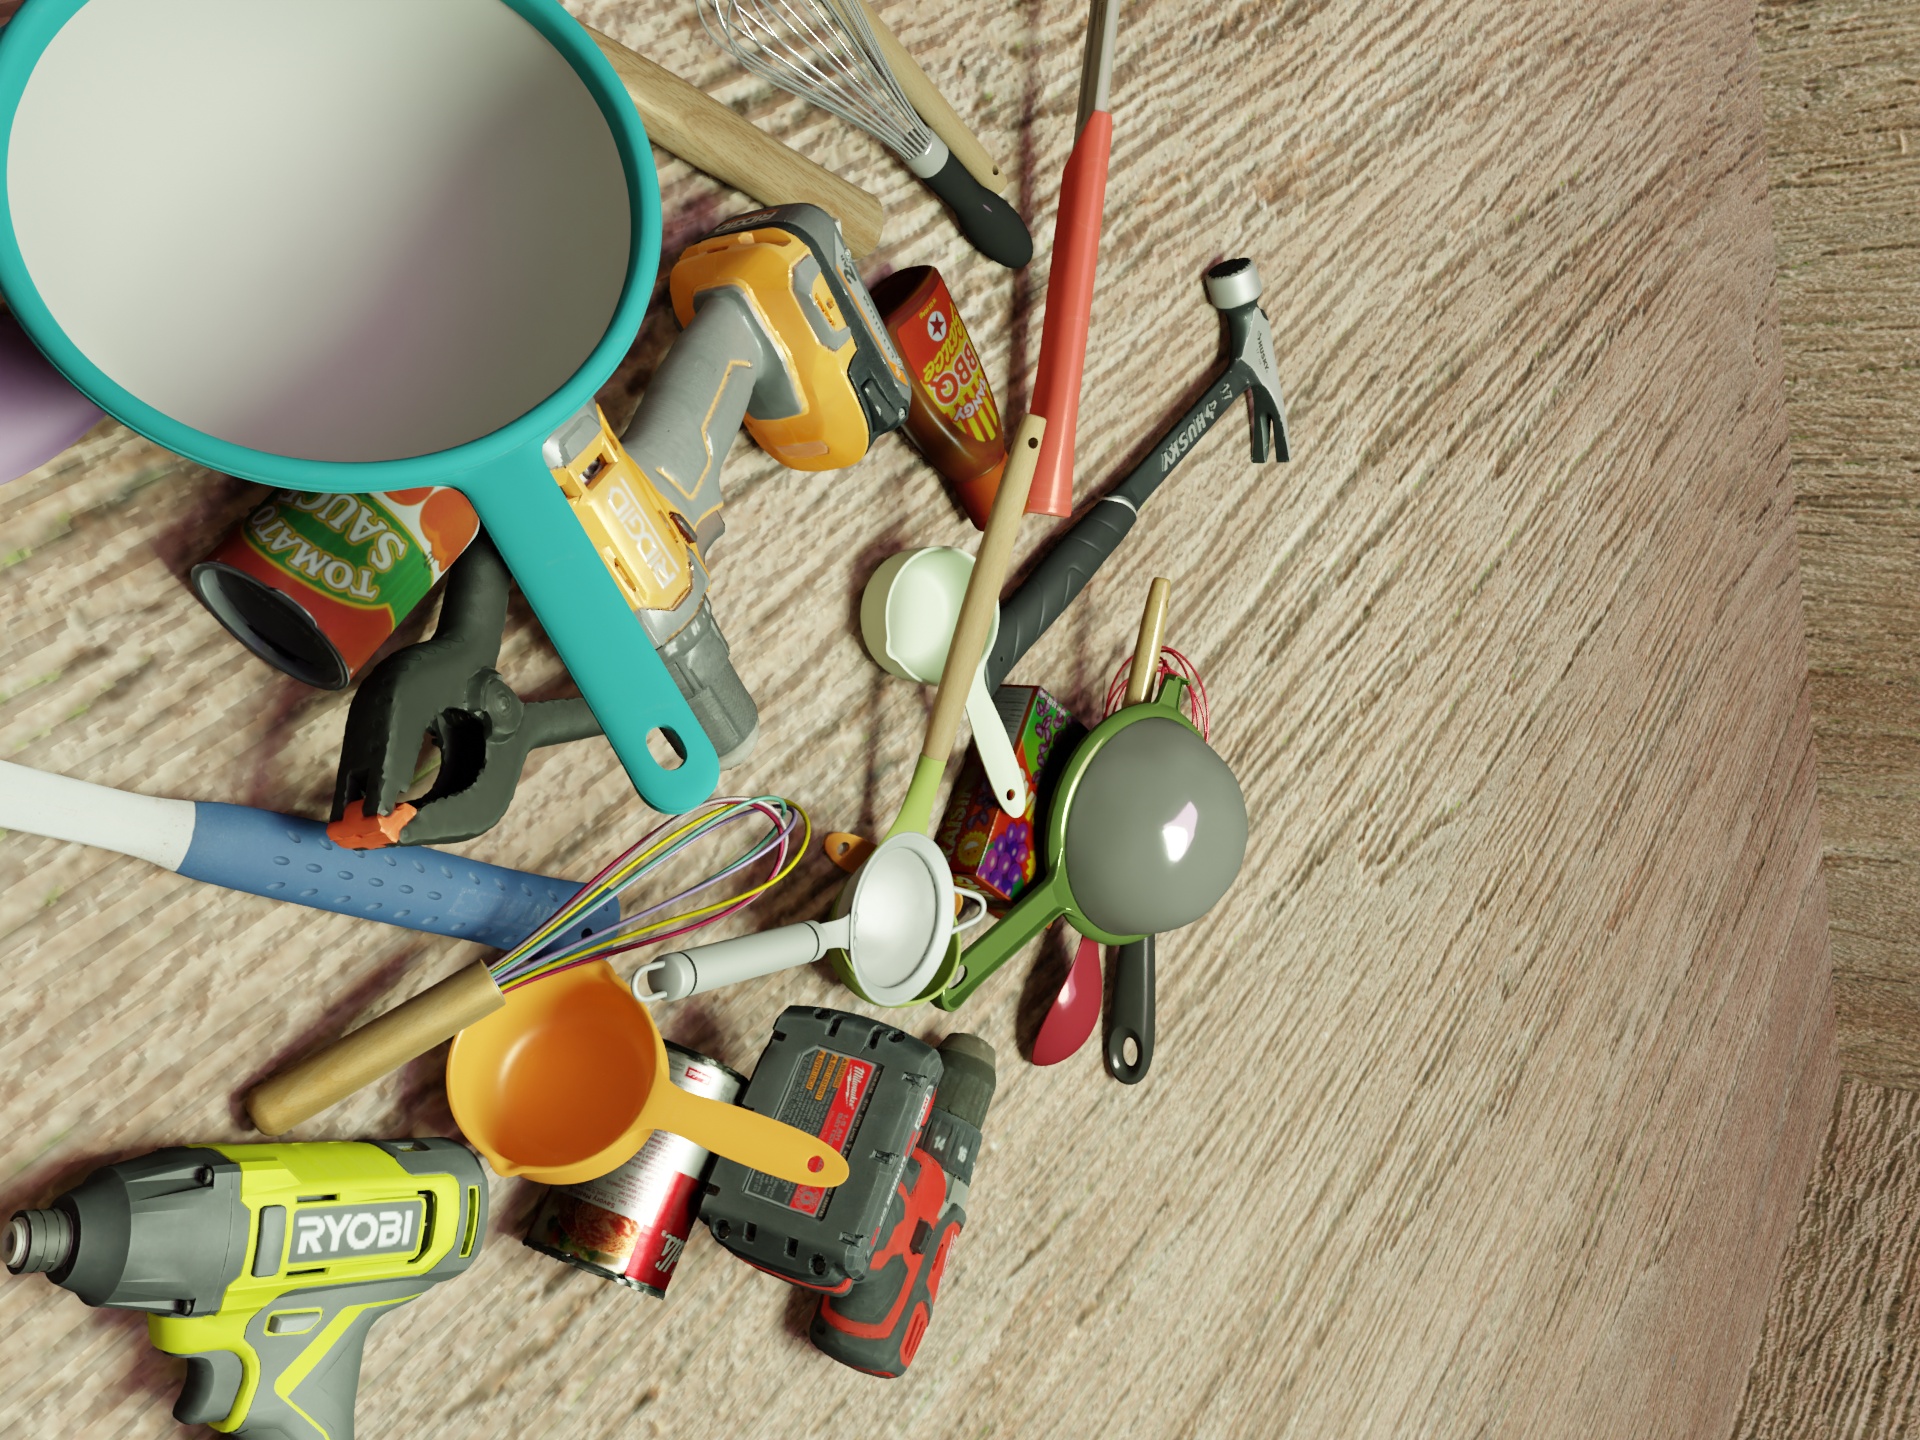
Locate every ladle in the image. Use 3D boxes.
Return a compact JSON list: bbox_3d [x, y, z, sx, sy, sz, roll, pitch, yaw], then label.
[{"bbox_3d":[0.093,0.067,0.988,0.069,0.031,0.315,1,101,-67],"label":"ladle"},{"bbox_3d":[-0.001,-0.003,0.833,0.078,0.062,0.320,12,99,-29],"label":"ladle"}]

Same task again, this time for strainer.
[{"bbox_3d":[0.089,0.094,0.922,0.256,0.069,0.151,-36,121,-33],"label":"strainer"},{"bbox_3d":[-0.184,-0.112,0.556,0.211,0.095,0.340,-30,90,-22],"label":"strainer"},{"bbox_3d":[-0.068,0.099,0.730,0.258,0.050,0.087,-3,96,-62],"label":"strainer"}]

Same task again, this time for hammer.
[{"bbox_3d":[0.073,-0.298,0.915,0.036,0.149,0.359,5,96,-23],"label":"hammer"},{"bbox_3d":[-0.286,0.033,0.567,0.405,0.035,0.144,25,74,-48],"label":"hammer"},{"bbox_3d":[-0.151,-0.286,0.708,0.331,0.031,0.130,14,83,-50],"label":"hammer"},{"bbox_3d":[0.112,-0.144,1.034,0.409,0.036,0.149,-49,129,-36],"label":"hammer"}]

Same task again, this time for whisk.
[{"bbox_3d":[-0.036,-0.315,0.827,0.284,0.070,0.070,28,71,-53],"label":"whisk"},{"bbox_3d":[0.121,0.098,1.045,0.073,0.073,0.296,-7,103,-50],"label":"whisk"},{"bbox_3d":[-0.168,0.096,0.643,0.245,0.051,0.047,-30,76,-18],"label":"whisk"}]

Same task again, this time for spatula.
[{"bbox_3d":[-0.268,-0.133,0.588,0.316,0.018,0.059,-26,106,-45],"label":"spatula"}]

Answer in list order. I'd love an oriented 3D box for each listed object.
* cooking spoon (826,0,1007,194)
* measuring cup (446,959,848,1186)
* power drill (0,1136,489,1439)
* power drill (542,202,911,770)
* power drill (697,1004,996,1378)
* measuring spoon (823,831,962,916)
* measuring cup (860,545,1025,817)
[{"bbox_3d":[-0.068,-0.378,0.810,0.318,0.017,0.069,37,65,-44],"label":"cooking spoon"},{"bbox_3d":[-0.128,0.166,0.672,0.052,0.173,0.095,97,13,-65],"label":"measuring cup"},{"bbox_3d":[-0.269,0.268,0.577,0.171,0.080,0.223,15,77,-51],"label":"power drill"},{"bbox_3d":[-0.106,-0.105,0.720,0.226,0.084,0.185,-59,134,-38],"label":"power drill"},{"bbox_3d":[-0.038,0.221,0.809,0.226,0.080,0.188,72,36,-57],"label":"power drill"},{"bbox_3d":[-0.038,0.086,0.890,0.116,0.011,0.021,34,83,-43],"label":"measuring spoon"},{"bbox_3d":[-0.004,-0.019,0.887,0.083,0.038,0.167,-35,116,-29],"label":"measuring cup"}]
